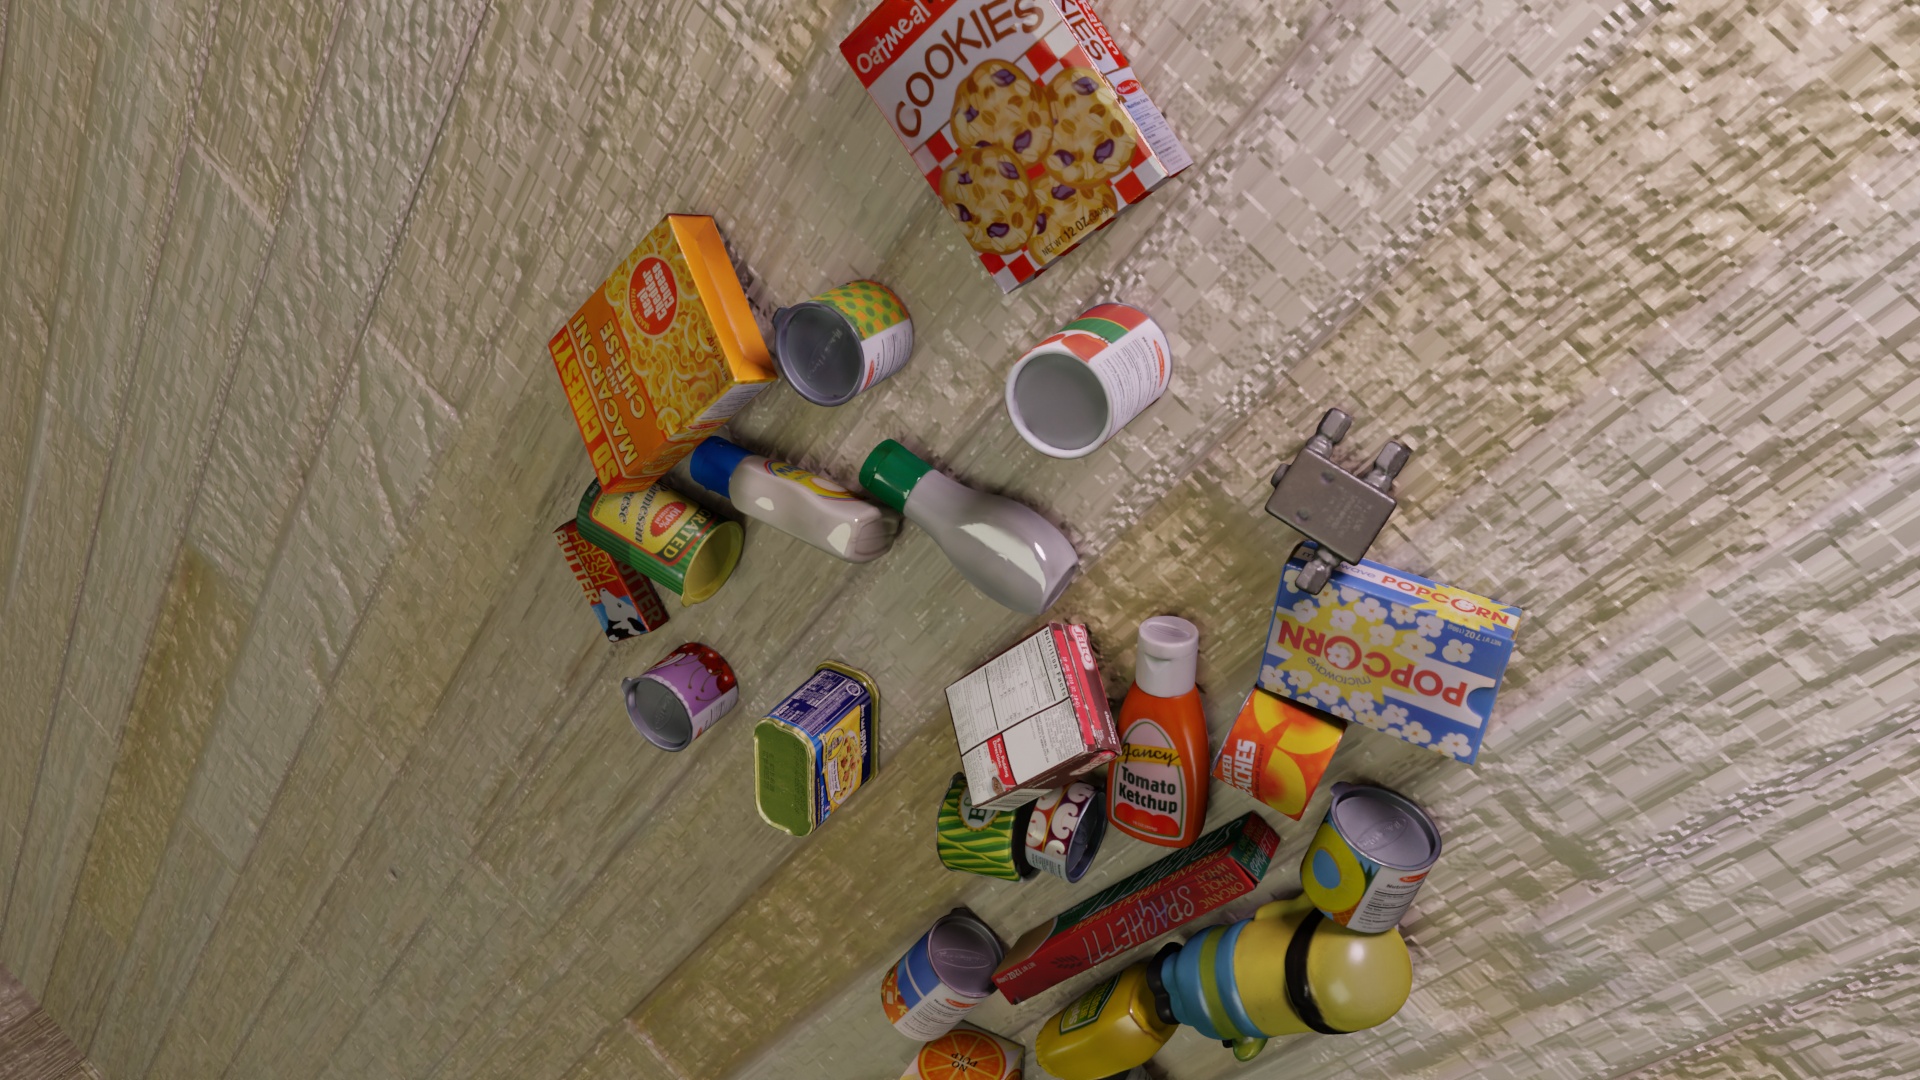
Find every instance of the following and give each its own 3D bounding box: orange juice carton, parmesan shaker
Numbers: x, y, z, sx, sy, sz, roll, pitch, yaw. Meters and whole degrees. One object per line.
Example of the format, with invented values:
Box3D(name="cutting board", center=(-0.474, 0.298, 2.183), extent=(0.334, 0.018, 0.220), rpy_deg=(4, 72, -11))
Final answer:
Box3D(name="orange juice carton", center=(-0.026, 0.457, 1.043), extent=(0.073, 0.194, 0.071), rpy_deg=(14, 120, 25))
Box3D(name="parmesan shaker", center=(-0.220, -0.005, 1.006), extent=(0.103, 0.072, 0.071), rpy_deg=(27, 126, 18))

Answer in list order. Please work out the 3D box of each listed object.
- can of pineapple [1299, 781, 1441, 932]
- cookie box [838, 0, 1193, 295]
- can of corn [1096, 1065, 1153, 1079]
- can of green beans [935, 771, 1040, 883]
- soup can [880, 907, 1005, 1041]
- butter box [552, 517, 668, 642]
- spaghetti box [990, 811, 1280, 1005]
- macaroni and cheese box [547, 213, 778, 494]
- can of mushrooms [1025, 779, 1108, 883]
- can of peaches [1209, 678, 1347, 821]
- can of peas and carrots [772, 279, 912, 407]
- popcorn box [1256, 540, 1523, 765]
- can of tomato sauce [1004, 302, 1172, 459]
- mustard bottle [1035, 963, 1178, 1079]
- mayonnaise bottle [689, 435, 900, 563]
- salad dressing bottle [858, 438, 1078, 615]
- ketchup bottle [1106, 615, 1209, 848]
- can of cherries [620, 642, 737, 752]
Box3D(name="can of pineapple", center=(0.240, 0.186, 0.820), extent=(0.071, 0.071, 0.057), rpy_deg=(27, 126, 18))
Box3D(name="cookie box", center=(0.027, -0.237, 0.751), extent=(0.122, 0.040, 0.167), rpy_deg=(-31, 95, 39))
Box3D(name="can of corn", center=(0.118, 0.422, 1.016), extent=(0.071, 0.071, 0.058), rpy_deg=(-38, 90, 39))
Box3D(name="can of green beans", center=(0.024, 0.200, 0.961), extent=(0.058, 0.071, 0.071), rpy_deg=(2, 115, 31))
Box3D(name="soup can", center=(-0.014, 0.330, 1.055), extent=(0.071, 0.072, 0.083), rpy_deg=(42, 130, 7))
Box3D(name="butter box", center=(-0.275, 0.028, 1.088), extent=(0.053, 0.024, 0.103), rpy_deg=(-16, 105, 37))
Box3D(name="spaghetti box", center=(0.113, 0.253, 0.943), extent=(0.028, 0.050, 0.249), rpy_deg=(49, 129, 0))
Box3D(name="macaroni and cheese box", center=(-0.204, -0.122, 0.936), extent=(0.166, 0.040, 0.124), rpy_deg=(-32, 75, 39))
Box3D(name="can of mushrooms", center=(0.073, 0.189, 0.928), extent=(0.033, 0.071, 0.070), rpy_deg=(16, 121, 26))
Box3D(name="can of peaches", center=(0.187, 0.124, 0.817), extent=(0.058, 0.071, 0.071), rpy_deg=(27, 126, 17))
Box3D(name="can of peas and carrots", center=(-0.073, -0.125, 0.860), extent=(0.071, 0.059, 0.070), rpy_deg=(14, 120, 26))
Box3D(name="popcorn box", center=(0.236, 0.061, 0.774), extent=(0.127, 0.038, 0.084), rpy_deg=(20, 122, 23))
Box3D(name="can of tomato sauce", center=(0.070, -0.089, 0.772), extent=(0.071, 0.083, 0.070), rpy_deg=(14, 120, 26))
Box3D(name="mustard bottle", center=(0.095, 0.356, 1.000), extent=(0.049, 0.066, 0.159), rpy_deg=(44, 133, 0))
Box3D(name="mayonnaise bottle", center=(-0.116, -0.030, 0.936), extent=(0.148, 0.065, 0.041), rpy_deg=(24, 107, 25))
Box3D(name="salad dressing bottle", center=(0.003, -0.011, 0.881), extent=(0.148, 0.044, 0.064), rpy_deg=(35, 129, 14))
Box3D(name="ketchup bottle", center=(0.126, 0.119, 0.870), extent=(0.065, 0.044, 0.148), rpy_deg=(14, 120, 26))
Box3D(name="can of cherries", center=(-0.218, 0.119, 1.078), extent=(0.071, 0.059, 0.071), rpy_deg=(15, 122, 26))
